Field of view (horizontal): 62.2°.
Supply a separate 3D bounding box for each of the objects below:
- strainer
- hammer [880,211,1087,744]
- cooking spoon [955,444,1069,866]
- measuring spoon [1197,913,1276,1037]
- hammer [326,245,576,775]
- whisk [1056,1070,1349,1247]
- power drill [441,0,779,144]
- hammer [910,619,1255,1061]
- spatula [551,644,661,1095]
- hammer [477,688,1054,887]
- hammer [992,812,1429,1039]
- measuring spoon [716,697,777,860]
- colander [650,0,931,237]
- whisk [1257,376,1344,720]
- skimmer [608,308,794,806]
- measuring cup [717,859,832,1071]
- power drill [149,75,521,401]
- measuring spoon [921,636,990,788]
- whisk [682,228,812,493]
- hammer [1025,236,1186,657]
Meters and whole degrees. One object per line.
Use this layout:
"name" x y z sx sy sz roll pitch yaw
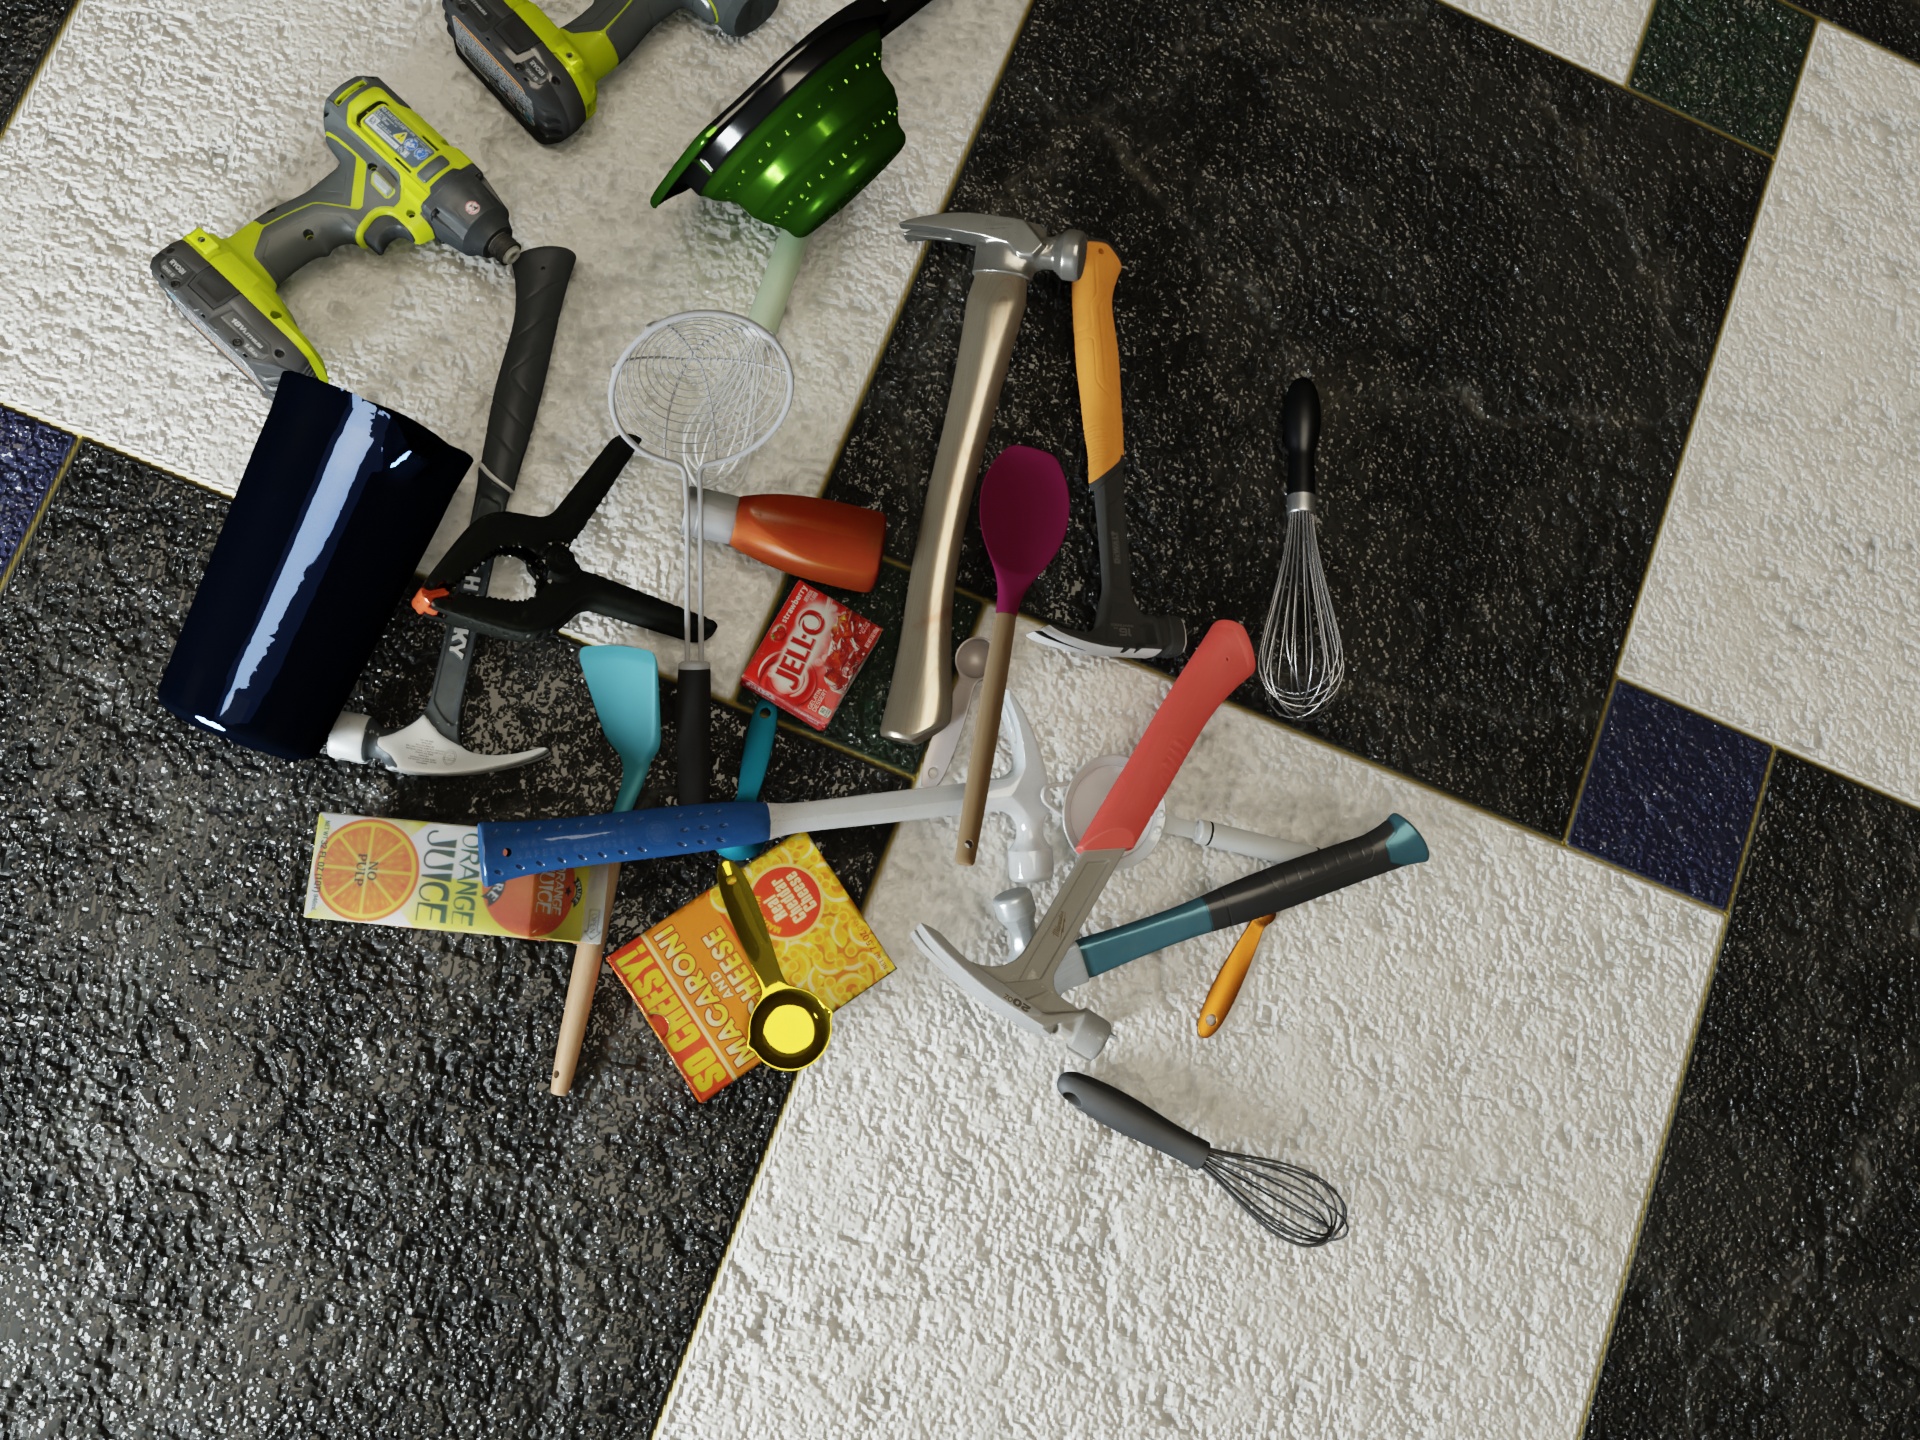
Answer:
"strainer" 0.175 0.084 1.204 0.258 0.050 0.087 14 83 -12
"hammer" -0.013 -0.187 1.209 0.146 0.038 0.411 10 83 10
"cooking spoon" 0.028 -0.051 1.143 0.068 0.017 0.319 13 74 -11
"measuring spoon" 0.210 0.188 1.206 0.021 0.011 0.117 30 78 -3
"hammer" -0.338 -0.157 1.162 0.149 0.036 0.409 11 80 -8
"whisk" 0.177 0.318 1.165 0.239 0.055 0.055 28 78 0
"power drill" -0.278 -0.569 1.215 0.228 0.080 0.190 -43 90 -15
"hammer" 0.113 0.059 1.145 0.149 0.036 0.359 34 62 -1
"spatula" -0.260 0.106 1.128 0.082 0.044 0.317 5 81 36
"hammer" -0.124 0.063 1.106 0.405 0.035 0.144 -5 93 -21
"hammer" 0.195 0.138 1.181 0.331 0.033 0.128 -18 100 -10
"measuring spoon" -0.153 0.038 1.157 0.042 0.021 0.129 8 69 3
"colander" -0.063 -0.477 1.203 0.094 0.204 0.397 48 59 -14
"whisk" 0.266 -0.138 1.245 0.070 0.070 0.285 5 76 -8
"skimmer" -0.180 -0.096 1.106 0.127 0.090 0.363 -2 97 -22
"measuring cup" -0.137 0.171 1.111 0.062 0.029 0.157 -20 74 -12
"power drill" -0.446 -0.341 1.151 0.171 0.080 0.223 43 75 3
"measuring spoon" -0.002 -0.004 1.203 0.034 0.018 0.124 19 85 20
"whisk" -0.156 -0.284 1.209 0.059 0.058 0.246 29 72 -39
"hammer" 0.104 -0.215 1.229 0.127 0.034 0.337 3 78 -28
